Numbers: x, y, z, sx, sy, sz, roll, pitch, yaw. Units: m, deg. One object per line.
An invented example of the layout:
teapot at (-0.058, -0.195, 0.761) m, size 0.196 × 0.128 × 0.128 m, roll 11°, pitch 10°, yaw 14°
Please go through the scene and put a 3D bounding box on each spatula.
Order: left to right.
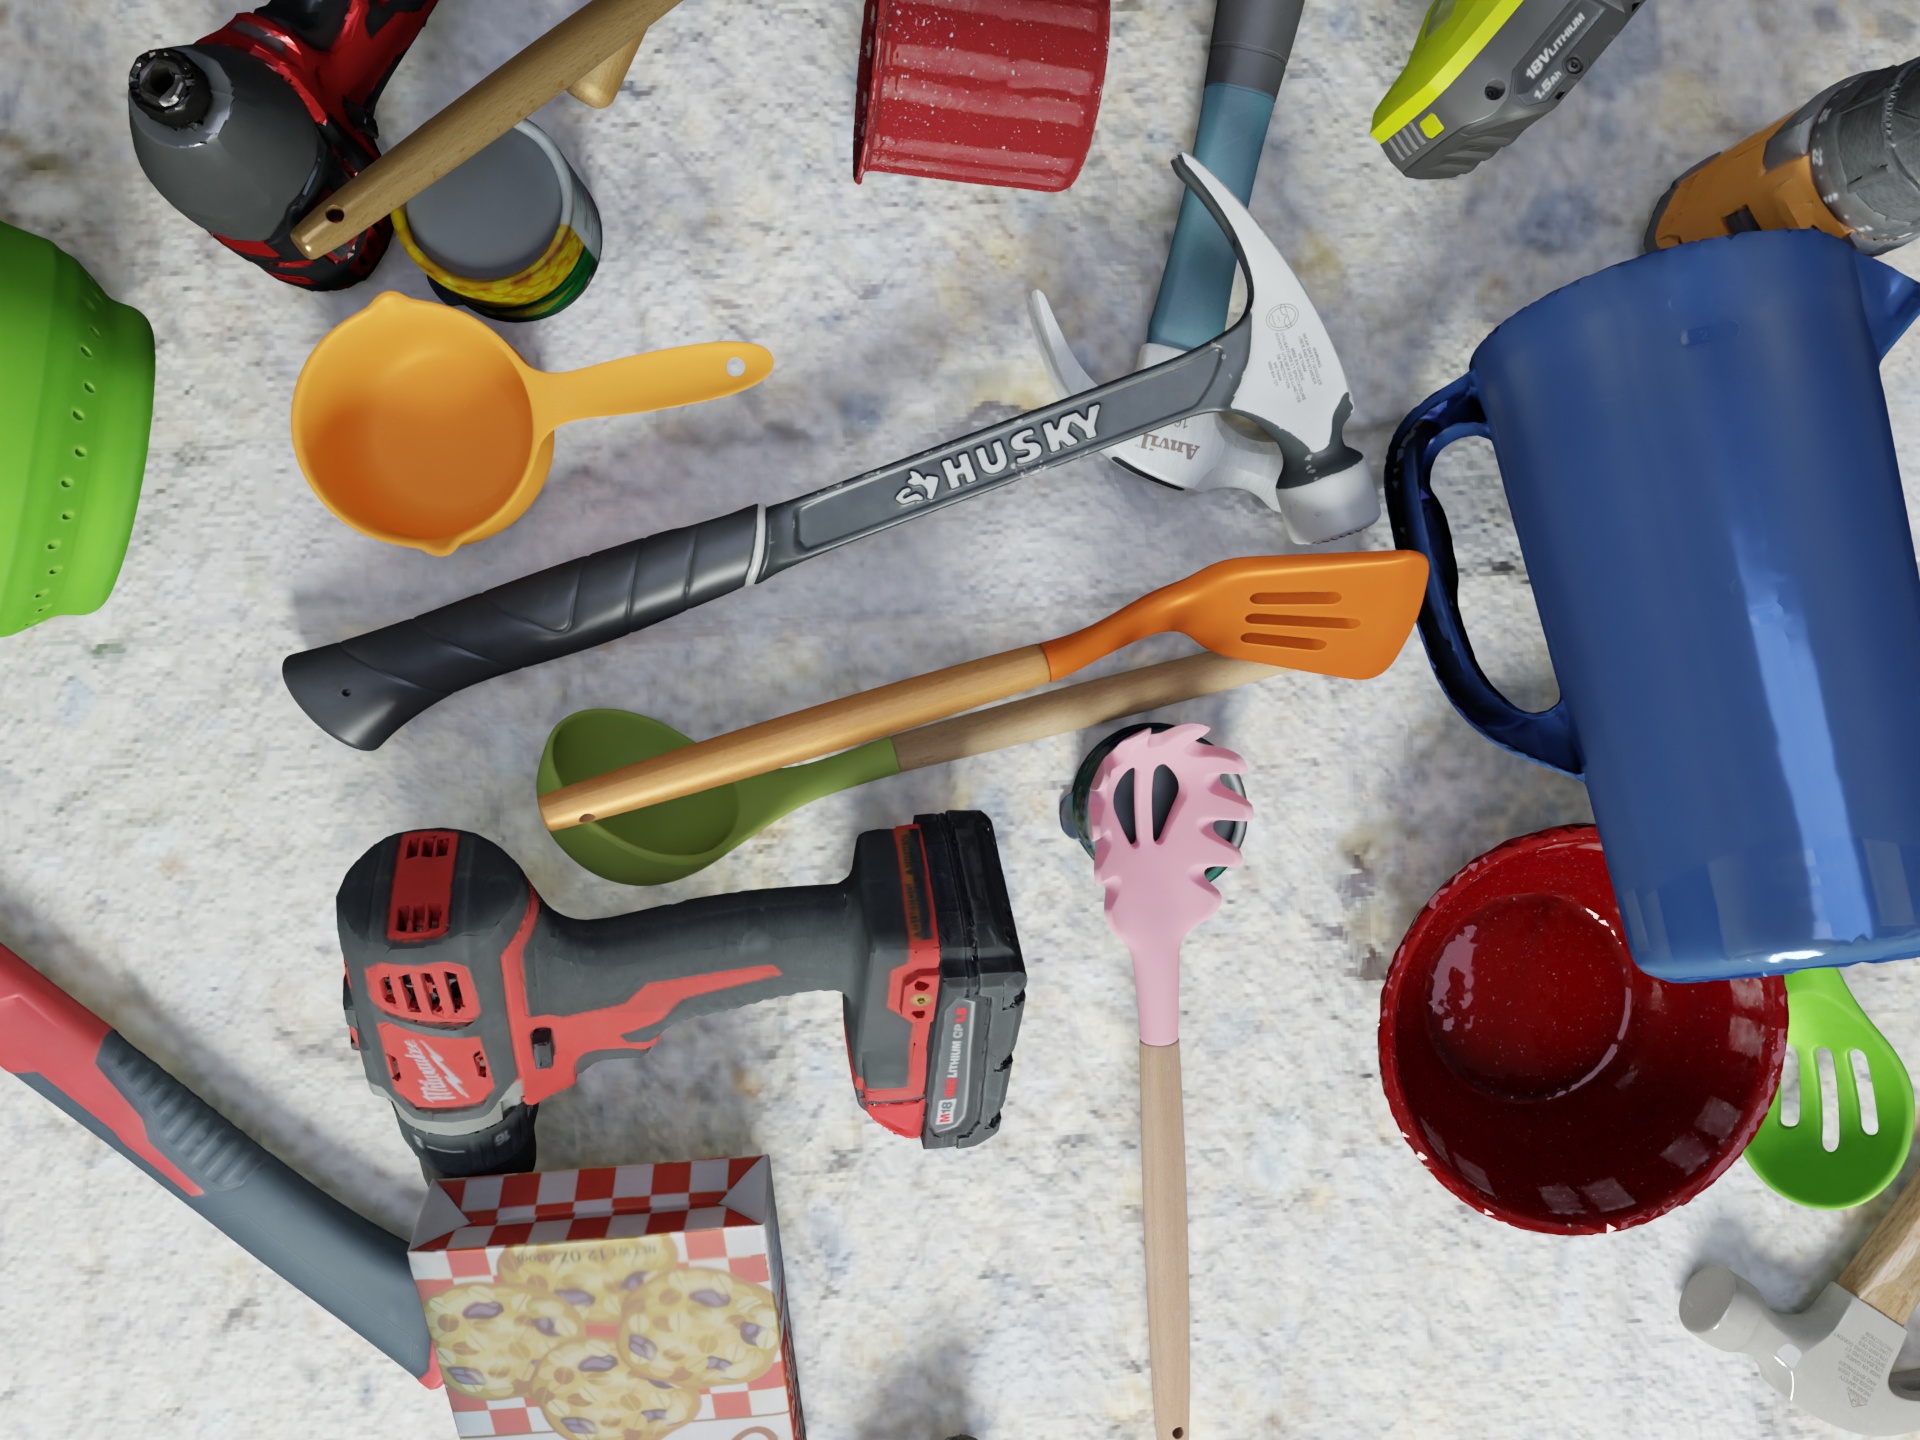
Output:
spatula at (0.010, -0.007, 0.572) m, size 0.322 × 0.081 × 0.041 m, roll -17°, pitch 60°, yaw -10°

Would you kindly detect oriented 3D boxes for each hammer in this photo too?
hammer at (-0.352, 0.138, 0.607) m, size 0.386 × 0.038 × 0.143 m, roll 41°, pitch 92°, yaw -5°
hammer at (-0.059, -0.077, 0.591) m, size 0.409 × 0.036 × 0.149 m, roll -19°, pitch 102°, yaw 4°
hammer at (0.112, -0.253, 0.611) m, size 0.128 × 0.033 × 0.331 m, roll 12°, pitch 93°, yaw -5°
hammer at (0.443, 0.149, 0.661) m, size 0.130 × 0.031 × 0.331 m, roll 33°, pitch 91°, yaw -5°

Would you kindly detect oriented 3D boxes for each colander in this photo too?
colander at (-0.299, -0.161, 0.506) m, size 0.094 × 0.205 × 0.397 m, roll 9°, pitch 122°, yaw -35°

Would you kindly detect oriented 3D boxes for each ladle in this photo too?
ladle at (-0.106, -0.259, 0.562) m, size 0.315 × 0.031 × 0.069 m, roll -44°, pitch 96°, yaw -16°
ladle at (-0.001, -0.002, 0.611) m, size 0.320 × 0.078 × 0.062 m, roll -14°, pitch 135°, yaw -6°

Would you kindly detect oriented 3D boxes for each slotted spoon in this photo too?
slotted spoon at (0.341, 0.038, 0.644) m, size 0.031 × 0.070 × 0.314 m, roll -4°, pitch 91°, yaw -46°

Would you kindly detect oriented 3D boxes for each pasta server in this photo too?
pasta server at (0.080, 0.151, 0.613) m, size 0.060 × 0.040 × 0.316 m, roll -6°, pitch 104°, yaw -11°

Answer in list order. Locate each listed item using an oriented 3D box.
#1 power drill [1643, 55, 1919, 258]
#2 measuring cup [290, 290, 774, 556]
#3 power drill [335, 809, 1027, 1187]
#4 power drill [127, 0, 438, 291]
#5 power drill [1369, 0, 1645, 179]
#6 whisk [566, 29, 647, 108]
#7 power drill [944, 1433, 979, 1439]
power drill at (0.378, -0.234, 0.555) m, size 0.226 × 0.185 × 0.084 m, roll -32°, pitch 94°, yaw -4°
measuring cup at (-0.155, -0.116, 0.595) m, size 0.173 × 0.052 × 0.095 m, roll -12°, pitch 95°, yaw -5°
power drill at (-0.100, 0.114, 0.579) m, size 0.226 × 0.080 × 0.187 m, roll -2°, pitch 134°, yaw -10°
power drill at (-0.204, -0.261, 0.537) m, size 0.078 × 0.143 × 0.219 m, roll 25°, pitch 90°, yaw -2°
power drill at (0.134, -0.306, 0.555) m, size 0.223 × 0.080 × 0.171 m, roll 40°, pitch 86°, yaw -7°
whisk at (-0.091, -0.344, 0.587) m, size 0.051 × 0.047 × 0.245 m, roll 31°, pitch 97°, yaw 26°
power drill at (0.048, 0.391, 0.631) m, size 0.226 × 0.084 × 0.164 m, roll 22°, pitch 92°, yaw -1°
